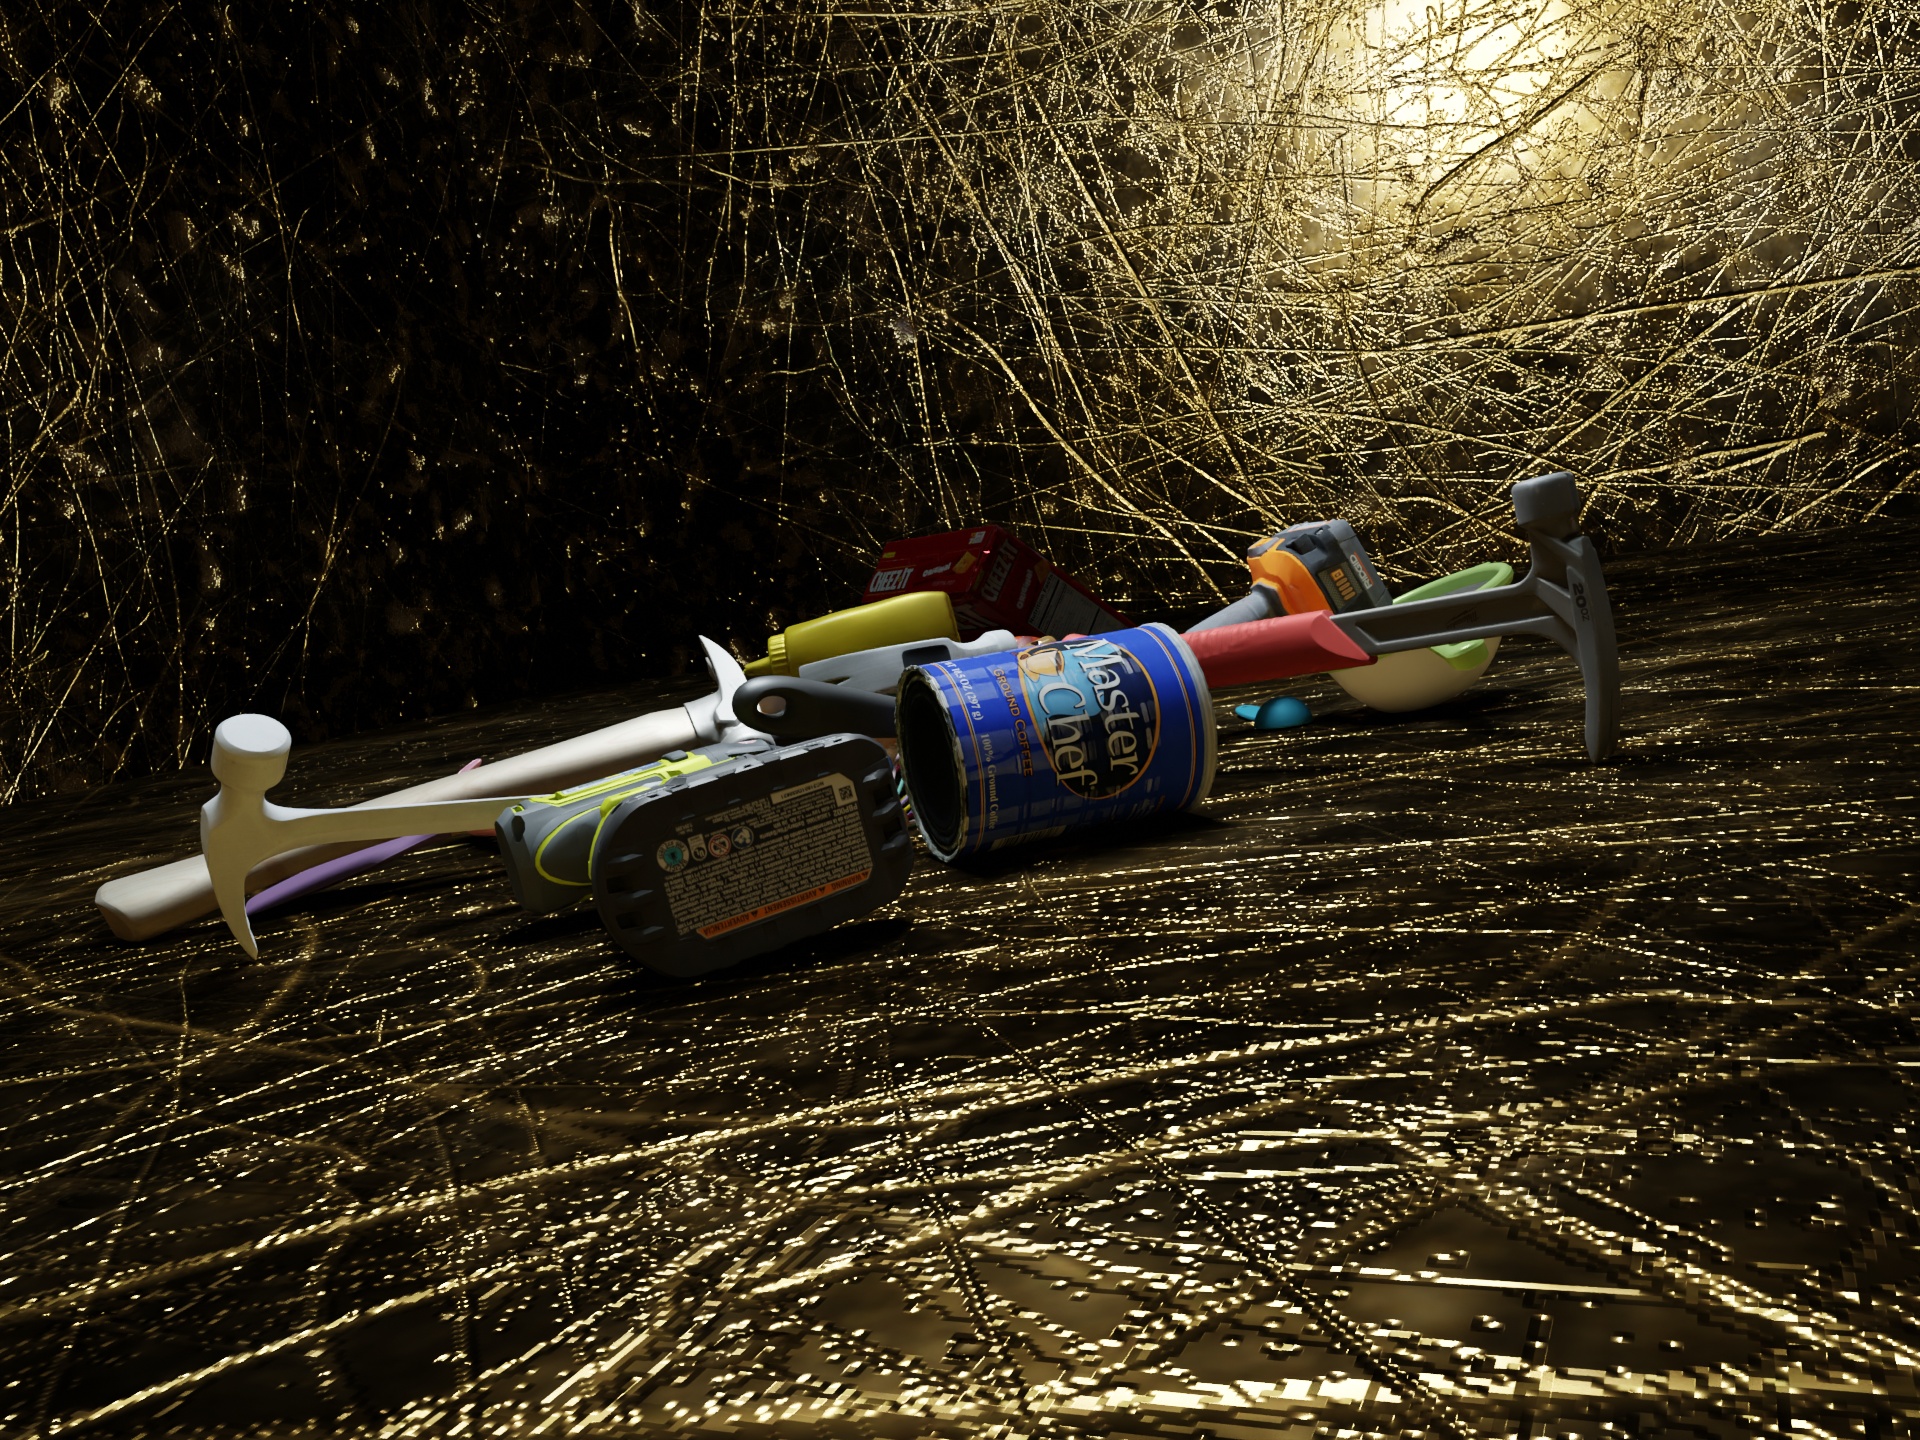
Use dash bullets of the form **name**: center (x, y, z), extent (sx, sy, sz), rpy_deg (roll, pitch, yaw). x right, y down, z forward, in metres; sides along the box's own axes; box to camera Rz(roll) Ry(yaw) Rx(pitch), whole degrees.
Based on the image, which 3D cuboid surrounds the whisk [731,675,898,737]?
- **whisk**: center (-0.002, 0.001, 0.905), extent (0.295, 0.073, 0.073), rpy_deg (5, -5, -39)

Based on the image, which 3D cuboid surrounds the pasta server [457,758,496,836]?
- **pasta server**: center (-0.298, 0.071, 1.093), extent (0.040, 0.060, 0.316), rpy_deg (-30, 19, -27)

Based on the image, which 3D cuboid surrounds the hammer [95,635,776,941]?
- **hammer**: center (-0.328, 0.047, 1.010), extent (0.410, 0.038, 0.146), rpy_deg (-18, 35, -12)

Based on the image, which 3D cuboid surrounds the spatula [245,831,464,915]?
- **spatula**: center (-0.312, 0.059, 1.046), extent (0.316, 0.018, 0.060), rpy_deg (-22, 17, -13)

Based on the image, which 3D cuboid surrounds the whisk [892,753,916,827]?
- **whisk**: center (-0.032, 0.048, 0.893), extent (0.047, 0.051, 0.245), rpy_deg (-2, 10, 12)

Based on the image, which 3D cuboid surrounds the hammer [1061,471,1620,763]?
- **hammer**: center (0.196, -0.034, 0.928), extent (0.359, 0.149, 0.036), rpy_deg (-9, 3, 43)

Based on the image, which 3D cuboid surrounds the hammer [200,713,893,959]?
- **hammer**: center (-0.216, 0.053, 0.909), extent (0.405, 0.144, 0.035), rpy_deg (-3, 41, -38)

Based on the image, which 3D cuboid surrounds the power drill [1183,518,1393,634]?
- **power drill**: center (0.180, -0.050, 1.108), extent (0.226, 0.084, 0.164), rpy_deg (-32, 7, -2)

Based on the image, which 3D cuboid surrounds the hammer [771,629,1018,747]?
- **hammer**: center (-0.094, -0.001, 1.115), extent (0.128, 0.033, 0.331), rpy_deg (-9, -9, -31)

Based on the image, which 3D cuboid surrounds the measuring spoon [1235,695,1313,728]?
- **measuring spoon**: center (0.227, -0.011, 1.186), extent (0.042, 0.021, 0.129), rpy_deg (-9, 7, -5)

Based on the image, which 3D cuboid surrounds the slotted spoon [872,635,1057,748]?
- **slotted spoon**: center (-0.066, 0.020, 0.930), extent (0.314, 0.031, 0.070), rpy_deg (-28, 37, -25)

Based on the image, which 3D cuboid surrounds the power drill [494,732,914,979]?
- **power drill**: center (-0.117, 0.050, 0.753), extent (0.171, 0.080, 0.223), rpy_deg (-18, 9, -23)

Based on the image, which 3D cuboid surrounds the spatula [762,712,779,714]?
- **spatula**: center (-0.151, 0.001, 1.247), extent (0.322, 0.081, 0.041), rpy_deg (-26, 35, 34)

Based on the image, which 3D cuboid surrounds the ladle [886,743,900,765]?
- **ladle**: center (-0.045, 0.013, 1.211), extent (0.078, 0.062, 0.320), rpy_deg (10, 17, 30)

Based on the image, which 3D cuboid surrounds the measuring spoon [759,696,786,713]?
- **measuring spoon**: center (-0.173, 0.008, 1.165), extent (0.124, 0.018, 0.034), rpy_deg (-31, -14, -10)

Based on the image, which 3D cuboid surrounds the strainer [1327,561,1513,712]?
- **strainer**: center (0.322, -0.039, 1.063), extent (0.151, 0.069, 0.256), rpy_deg (-27, 7, 9)
